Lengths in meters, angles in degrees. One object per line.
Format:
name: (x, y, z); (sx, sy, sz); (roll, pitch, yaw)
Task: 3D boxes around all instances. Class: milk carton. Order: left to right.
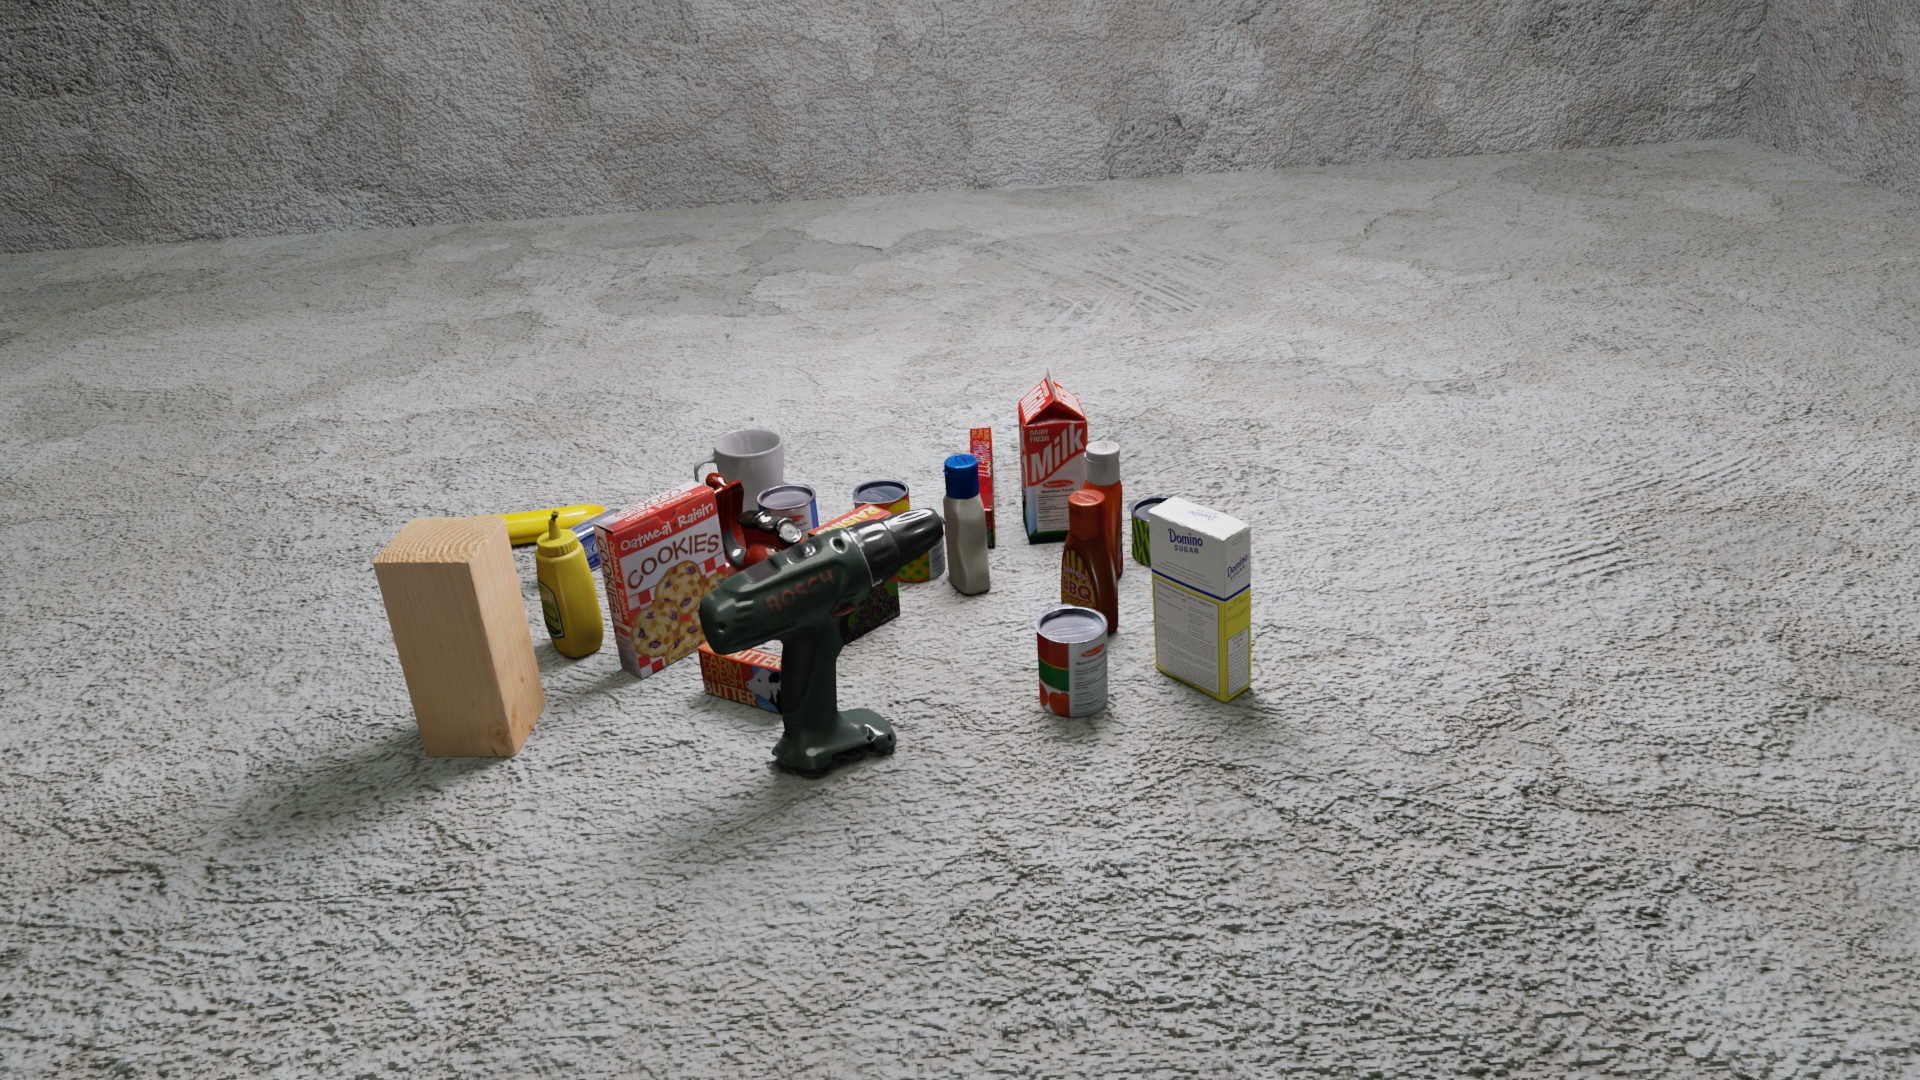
milk carton: (0.106, -0.098, 1.587); (0.073, 0.189, 0.072); (-5, 27, -2)

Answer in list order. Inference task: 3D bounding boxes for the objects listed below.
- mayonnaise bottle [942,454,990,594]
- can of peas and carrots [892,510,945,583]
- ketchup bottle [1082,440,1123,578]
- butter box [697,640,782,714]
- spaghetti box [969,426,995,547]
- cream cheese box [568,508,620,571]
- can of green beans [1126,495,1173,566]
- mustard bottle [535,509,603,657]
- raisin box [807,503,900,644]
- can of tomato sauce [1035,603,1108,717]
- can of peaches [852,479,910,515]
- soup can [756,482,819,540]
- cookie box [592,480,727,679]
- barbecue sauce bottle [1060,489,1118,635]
mayonnaise bottle: (0.005, -0.019, 1.492); (0.041, 0.147, 0.065); (-12, 28, -16)
can of peas and carrots: (-0.053, 0.006, 1.548); (0.071, 0.058, 0.071); (-3, 27, 2)
ketchup bottle: (0.154, -0.033, 1.501); (0.043, 0.148, 0.065); (-2, 27, 5)
butter box: (-0.203, 0.130, 1.333); (0.103, 0.053, 0.024); (12, 31, 27)
spaghetti box: (0.026, -0.069, 1.694); (0.029, 0.050, 0.251); (-3, 27, 2)
cream cheese box: (-0.431, 0.008, 1.598); (0.024, 0.053, 0.104); (18, 34, 36)
can of green beans: (0.223, -0.010, 1.546); (0.071, 0.057, 0.071); (-3, 27, 2)
mustard bottle: (-0.404, 0.040, 1.417); (0.049, 0.159, 0.065); (-25, 33, -35)
raisin box: (-0.108, 0.035, 1.430); (0.086, 0.122, 0.040); (-27, 35, -37)
can of tomato sauce: (0.104, 0.112, 1.297); (0.071, 0.082, 0.071); (-3, 27, 2)
can of peaches: (-0.093, -0.031, 1.627); (0.071, 0.057, 0.071); (-3, 27, 2)
soup can: (-0.193, -0.015, 1.579); (0.071, 0.083, 0.072); (-3, 27, 2)
cookie box: (-0.294, 0.038, 1.399); (0.040, 0.166, 0.123); (20, 35, 38)
barbecue sauce bottle: (0.129, 0.022, 1.397); (0.044, 0.147, 0.065); (-23, 33, -33)
